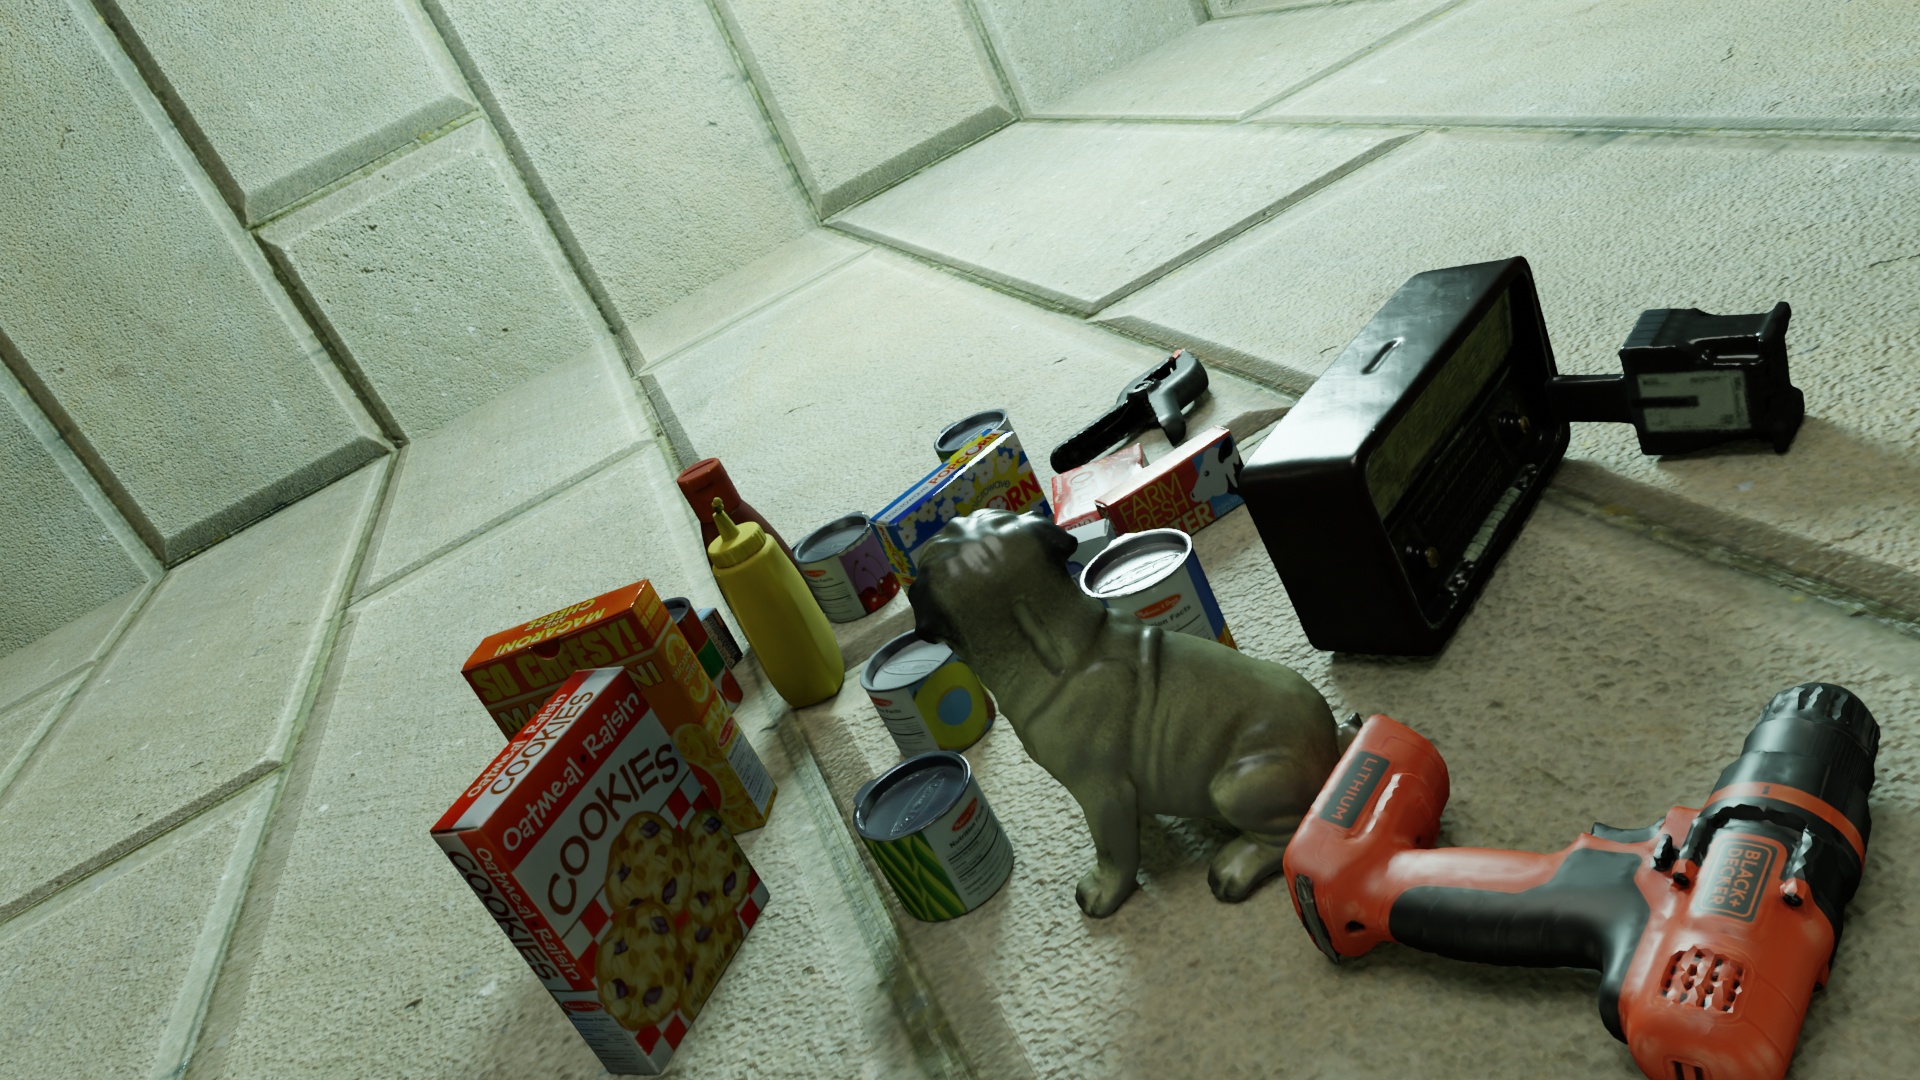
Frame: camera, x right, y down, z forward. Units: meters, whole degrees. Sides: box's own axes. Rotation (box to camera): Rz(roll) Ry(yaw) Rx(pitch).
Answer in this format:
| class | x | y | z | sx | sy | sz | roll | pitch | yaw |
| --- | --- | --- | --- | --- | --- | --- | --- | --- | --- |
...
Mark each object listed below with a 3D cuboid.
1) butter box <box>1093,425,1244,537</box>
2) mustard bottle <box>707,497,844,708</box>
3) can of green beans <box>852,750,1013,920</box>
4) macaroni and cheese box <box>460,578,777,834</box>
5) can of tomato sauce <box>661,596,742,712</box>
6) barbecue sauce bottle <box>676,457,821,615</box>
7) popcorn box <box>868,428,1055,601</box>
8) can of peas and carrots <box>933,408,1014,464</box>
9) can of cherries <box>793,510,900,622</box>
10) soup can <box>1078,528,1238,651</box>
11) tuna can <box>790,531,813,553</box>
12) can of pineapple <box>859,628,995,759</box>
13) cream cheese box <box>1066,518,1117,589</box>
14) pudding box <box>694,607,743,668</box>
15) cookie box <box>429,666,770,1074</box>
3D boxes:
| class | x | y | z | sx | sy | sz | roll | pitch | yaw |
| --- | --- | --- | --- | --- | --- | --- | --- | --- | --- |
| butter box | 0.145 | -0.029 | 0.936 | 0.104 | 0.053 | 0.024 | -31 | 23 | -11 |
| mustard bottle | -0.133 | 0.038 | 0.950 | 0.049 | 0.159 | 0.065 | -23 | 23 | 9 |
| can of green beans | -0.013 | 0.151 | 0.714 | 0.071 | 0.057 | 0.071 | -22 | 23 | 10 |
| macaroni and cheese box | -0.206 | 0.118 | 0.851 | 0.123 | 0.166 | 0.040 | -20 | 24 | 16 |
| can of tomato sauce | -0.207 | 0.095 | 1.008 | 0.071 | 0.083 | 0.071 | -22 | 23 | 10 |
| barbecue sauce bottle | -0.166 | 0.007 | 1.065 | 0.065 | 0.148 | 0.044 | -27 | 23 | 0 |
| popcorn box | 0.004 | -0.013 | 1.009 | 0.127 | 0.085 | 0.038 | -39 | 25 | -27 |
| can of peas and carrots | 0.018 | -0.067 | 1.143 | 0.071 | 0.058 | 0.071 | -22 | 23 | 10 |
| can of cherries | -0.084 | 0.020 | 1.068 | 0.071 | 0.058 | 0.072 | -22 | 23 | 10 |
| soup can | 0.112 | 0.044 | 0.775 | 0.071 | 0.083 | 0.071 | -22 | 23 | 10 |
| tuna can | -0.109 | 0.017 | 1.133 | 0.071 | 0.032 | 0.071 | -22 | 23 | 10 |
| can of pineapple | -0.018 | 0.092 | 0.845 | 0.071 | 0.057 | 0.071 | -22 | 23 | 10 |
| cream cheese box | 0.058 | 0.027 | 0.909 | 0.103 | 0.053 | 0.024 | -18 | 24 | 19 |
| pudding box | -0.216 | 0.081 | 1.089 | 0.083 | 0.049 | 0.030 | -6 | 30 | 39 |
| cookie box | -0.178 | 0.167 | 0.714 | 0.040 | 0.167 | 0.123 | -12 | 27 | 31 |
